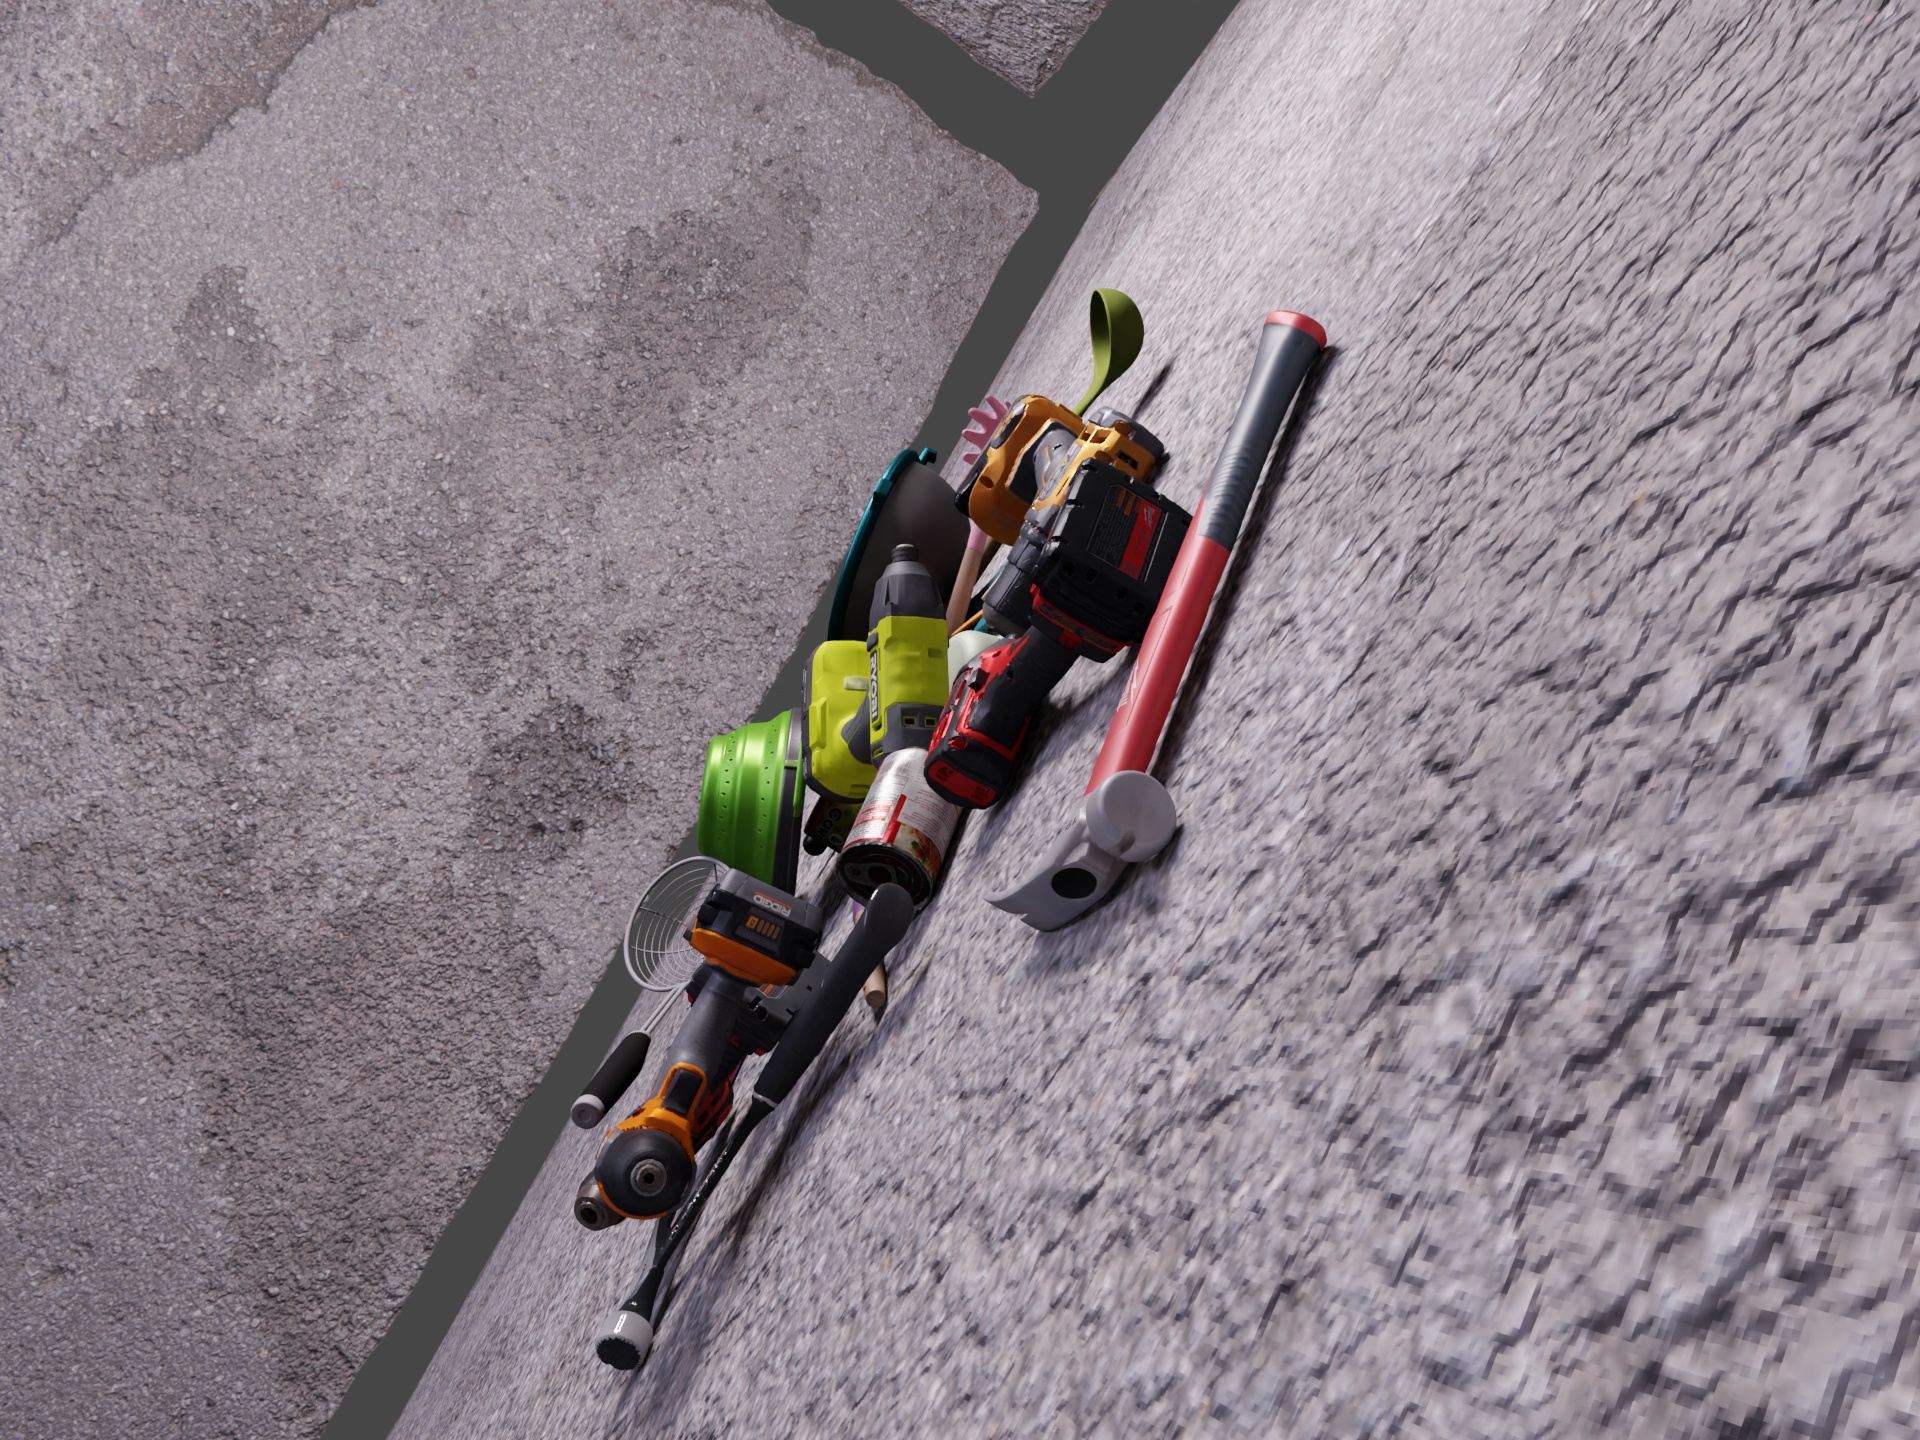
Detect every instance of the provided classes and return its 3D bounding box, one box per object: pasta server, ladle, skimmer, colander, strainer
[{"bbox_3d":[0.000,-0.125,1.397,0.060,0.040,0.316,23,100,40],"label":"pasta server"},{"bbox_3d":[0.063,-0.233,1.406,0.320,0.062,0.078,-57,17,12],"label":"ladle"},{"bbox_3d":[-0.258,0.210,1.276,0.127,0.090,0.363,-32,8,12],"label":"skimmer"},{"bbox_3d":[-0.200,0.108,1.535,0.396,0.094,0.205,107,168,-63],"label":"colander"},{"bbox_3d":[-0.061,-0.083,1.511,0.211,0.095,0.340,-57,-15,-68],"label":"strainer"}]

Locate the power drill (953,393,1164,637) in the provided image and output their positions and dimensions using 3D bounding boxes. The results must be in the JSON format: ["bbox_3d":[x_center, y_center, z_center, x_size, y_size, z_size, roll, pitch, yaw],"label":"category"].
[{"bbox_3d":[0.061,-0.164,1.250,0.185,0.084,0.226,-57,20,7],"label":"power drill"}]

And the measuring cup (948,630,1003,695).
[{"bbox_3d":[-0.012,-0.045,1.271,0.168,0.038,0.083,35,106,61],"label":"measuring cup"}]

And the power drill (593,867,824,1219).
[{"bbox_3d":[-0.170,0.216,1.044,0.226,0.084,0.164,-66,7,-15],"label":"power drill"}]

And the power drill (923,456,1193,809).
[{"bbox_3d":[0.053,-0.052,1.001,0.219,0.078,0.143,-54,9,45],"label":"power drill"}]

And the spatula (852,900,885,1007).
[{"bbox_3d":[-0.068,0.150,1.165,0.316,0.018,0.060,-119,42,-79],"label":"spatula"}]

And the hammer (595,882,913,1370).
[{"bbox_3d":[-0.135,0.261,1.066,0.408,0.036,0.149,-58,7,28],"label":"hammer"}]

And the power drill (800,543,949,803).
[{"bbox_3d":[-0.063,-0.027,1.252,0.223,0.080,0.171,143,128,-67],"label":"power drill"}]

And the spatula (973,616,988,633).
[{"bbox_3d":[-0.002,-0.004,1.318,0.317,0.044,0.082,-61,9,18],"label":"spatula"}]

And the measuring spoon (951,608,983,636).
[{"bbox_3d":[0.036,-0.099,1.353,0.117,0.011,0.021,-34,10,31],"label":"measuring spoon"}]

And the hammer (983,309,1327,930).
[{"bbox_3d":[0.115,-0.069,0.824,0.386,0.038,0.143,-65,9,-32],"label":"hammer"}]

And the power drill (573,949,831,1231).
[{"bbox_3d":[-0.202,0.273,1.210,0.226,0.080,0.188,-57,-6,25],"label":"power drill"}]

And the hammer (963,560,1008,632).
[{"bbox_3d":[0.018,-0.108,1.509,0.128,0.033,0.331,-63,9,-30],"label":"hammer"}]
